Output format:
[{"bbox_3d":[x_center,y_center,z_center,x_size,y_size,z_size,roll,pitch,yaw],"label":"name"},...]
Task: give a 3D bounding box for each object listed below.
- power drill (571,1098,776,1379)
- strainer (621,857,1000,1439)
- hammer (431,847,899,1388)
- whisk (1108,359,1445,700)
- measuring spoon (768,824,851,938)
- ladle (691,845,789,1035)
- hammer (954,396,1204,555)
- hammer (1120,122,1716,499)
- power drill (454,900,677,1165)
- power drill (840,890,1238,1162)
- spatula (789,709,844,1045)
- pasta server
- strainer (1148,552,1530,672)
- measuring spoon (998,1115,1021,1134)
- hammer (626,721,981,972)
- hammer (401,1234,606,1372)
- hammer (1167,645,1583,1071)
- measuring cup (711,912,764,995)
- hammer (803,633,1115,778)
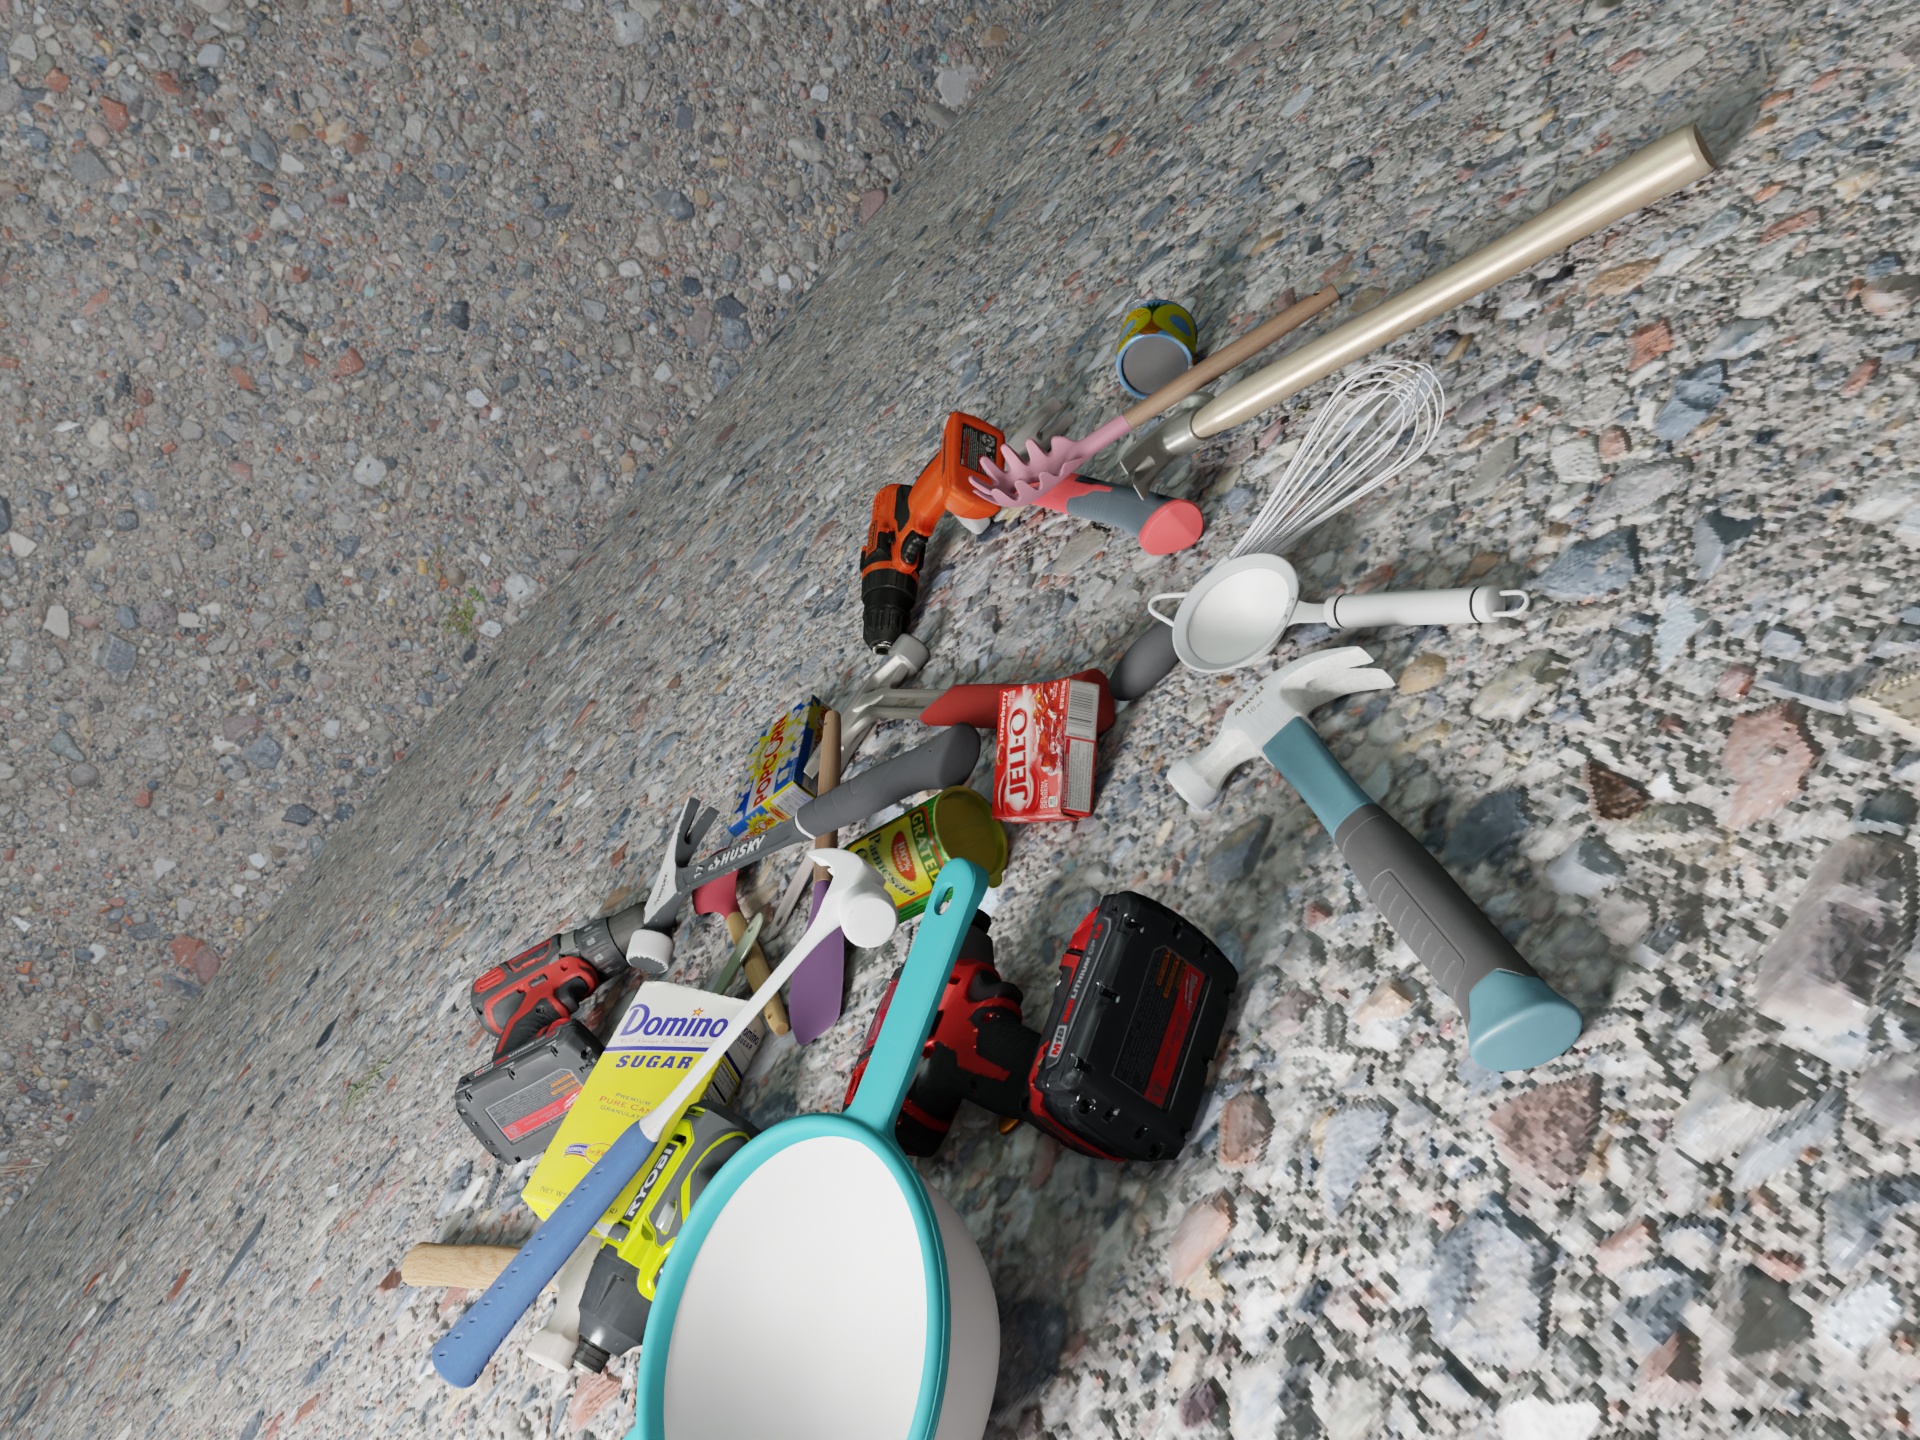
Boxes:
[{"bbox_3d":[-0.143,0.312,0.916,0.223,0.080,0.171,-15,39,59],"label":"power drill"},{"bbox_3d":[-0.029,0.237,0.745,0.211,0.095,0.340,6,72,51],"label":"strainer"},{"bbox_3d":[-0.184,0.243,0.983,0.405,0.035,0.144,-50,16,2],"label":"hammer"},{"bbox_3d":[0.193,-0.116,1.006,0.284,0.070,0.070,-47,23,16],"label":"whisk"},{"bbox_3d":[-0.115,0.117,1.244,0.034,0.018,0.124,1,61,62],"label":"measuring spoon"},{"bbox_3d":[-0.172,0.169,1.246,0.069,0.031,0.316,-53,25,3],"label":"ladle"},{"bbox_3d":[0.107,-0.195,1.298,0.143,0.038,0.387,-48,23,-3],"label":"hammer"},{"bbox_3d":[0.285,-0.263,1.050,0.410,0.038,0.146,-25,13,39],"label":"hammer"},{"bbox_3d":[-0.320,0.241,1.312,0.188,0.080,0.227,-28,24,1],"label":"power drill"},{"bbox_3d":[0.031,0.156,0.828,0.220,0.078,0.143,-16,43,52],"label":"power drill"},{"bbox_3d":[-0.102,0.105,1.186,0.059,0.018,0.316,-38,34,30],"label":"spatula"},{"bbox_3d":[0.151,-0.254,1.244,0.316,0.040,0.060,-31,37,12],"label":"pasta server"},{"bbox_3d":[0.210,-0.059,0.905,0.258,0.050,0.087,2,60,54],"label":"strainer"},{"bbox_3d":[0.051,0.172,0.863,0.117,0.011,0.021,-56,24,-16],"label":"measuring spoon"},{"bbox_3d":[-0.123,0.078,1.190,0.409,0.036,0.149,-27,41,45],"label":"hammer"},{"bbox_3d":[-0.337,0.400,1.171,0.331,0.031,0.130,-21,36,48],"label":"hammer"},{"bbox_3d":[0.195,0.058,0.759,0.128,0.033,0.331,-45,24,11],"label":"hammer"},{"bbox_3d":[-0.203,0.209,1.190,0.167,0.038,0.083,-58,25,4],"label":"measuring cup"},{"bbox_3d":[-0.002,-0.004,1.197,0.149,0.036,0.359,-56,24,-15],"label":"hammer"}]
